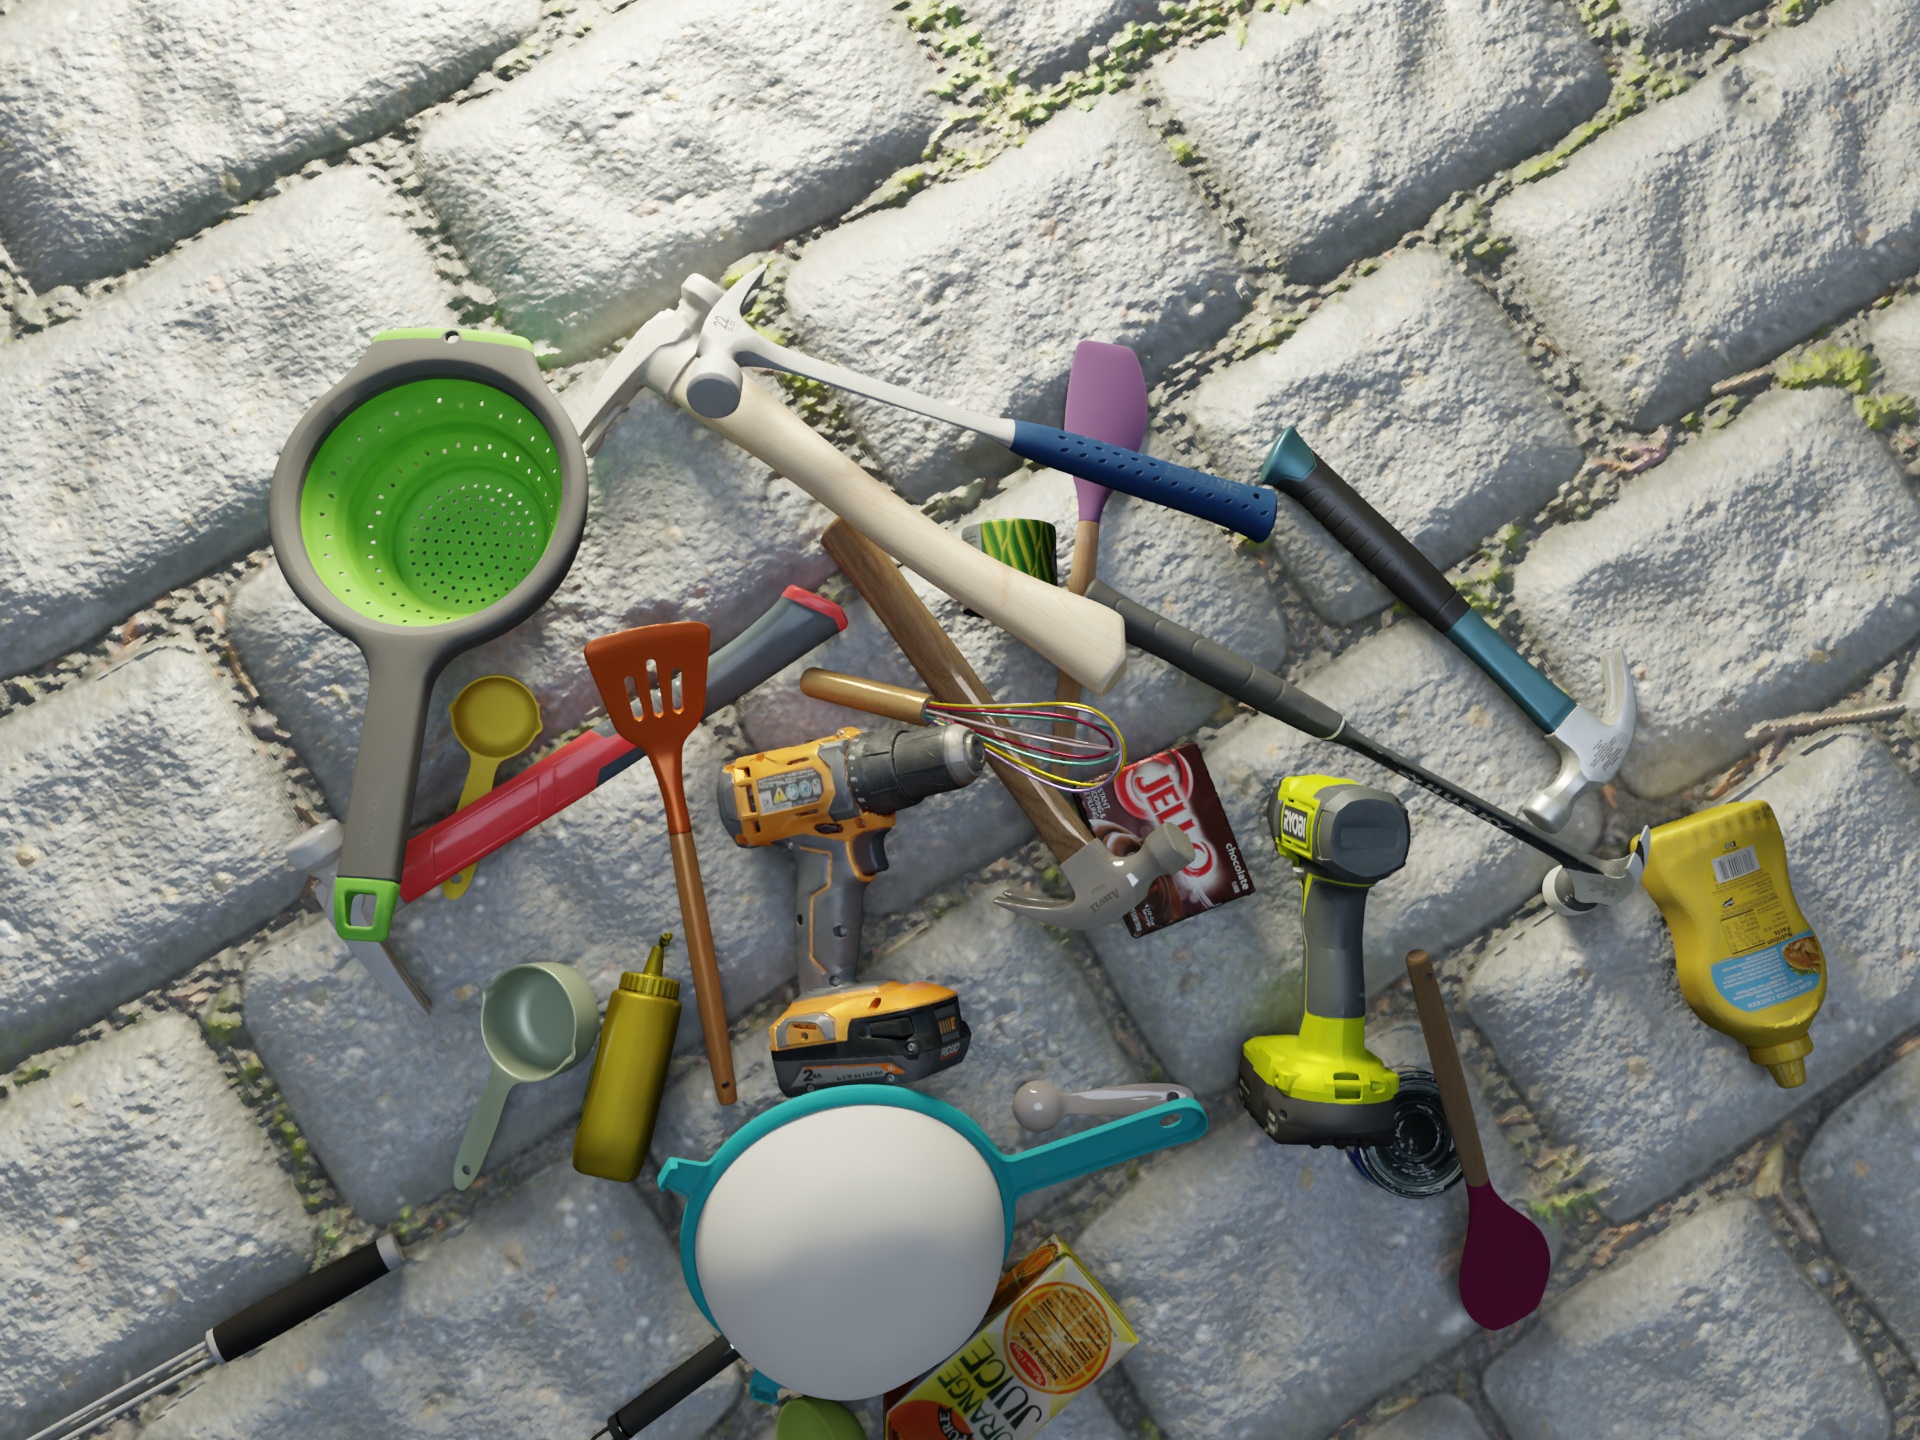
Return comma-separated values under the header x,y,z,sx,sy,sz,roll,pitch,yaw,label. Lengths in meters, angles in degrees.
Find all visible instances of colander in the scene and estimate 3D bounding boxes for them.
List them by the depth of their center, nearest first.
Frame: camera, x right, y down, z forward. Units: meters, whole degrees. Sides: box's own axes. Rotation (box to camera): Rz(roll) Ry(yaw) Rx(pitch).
x,y,z,sx,sy,sz,roll,pitch,yaw,label
-0.342,-0.053,1.028,0.204,0.094,0.397,4,76,3,colander

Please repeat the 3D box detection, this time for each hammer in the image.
x,y,z,sx,sy,sz,roll,pitch,yaw,label
-0.068,-0.136,1.053,0.411,0.038,0.146,36,85,15,hammer
0.262,0.013,1.058,0.409,0.149,0.036,29,77,5,hammer
-0.236,0.038,1.062,0.386,0.038,0.143,-32,107,-10,hammer
0.024,-0.199,1.064,0.405,0.035,0.144,15,44,-14,hammer
0.010,-0.003,1.072,0.130,0.031,0.331,-41,79,24,hammer
0.337,-0.079,1.115,0.331,0.033,0.128,44,84,2,hammer

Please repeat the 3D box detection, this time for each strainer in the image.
x,y,z,sx,sy,sz,roll,pitch,yaw,label
-0.001,0.314,0.963,0.340,0.095,0.210,-18,112,-3,strainer
-0.137,0.395,1.036,0.258,0.050,0.086,-36,127,-1,strainer

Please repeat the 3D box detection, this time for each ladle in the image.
x,y,z,sx,sy,sz,roll,pitch,yaw,label
-0.181,0.557,1.010,0.320,0.062,0.078,-43,50,-3,ladle

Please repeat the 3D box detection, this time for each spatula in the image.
x,y,z,sx,sy,sz,roll,pitch,yaw,label
-0.179,0.098,1.039,0.081,0.041,0.322,-11,96,-15,spatula
0.089,-0.113,1.113,0.059,0.018,0.316,9,83,-9,spatula

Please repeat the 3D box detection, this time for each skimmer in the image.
x,y,z,sx,sy,sz,roll,pitch,yaw,label
-0.529,0.429,1.018,0.363,0.090,0.127,-27,83,-16,skimmer

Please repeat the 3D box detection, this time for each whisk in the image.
x,y,z,sx,sy,sz,roll,pitch,yaw,label
-0.001,-0.005,1.037,0.245,0.047,0.051,14,50,28,whisk

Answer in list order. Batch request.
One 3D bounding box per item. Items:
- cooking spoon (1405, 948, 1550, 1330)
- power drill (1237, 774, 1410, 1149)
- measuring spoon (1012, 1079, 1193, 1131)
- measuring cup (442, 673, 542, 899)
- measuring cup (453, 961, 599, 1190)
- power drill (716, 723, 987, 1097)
x,y,z,sx,sy,sz,roll,pitch,yaw,label
0.325,0.274,1.016,0.069,0.017,0.318,-25,115,-7,cooking spoon
0.232,0.148,1.027,0.080,0.171,0.223,3,92,-4,power drill
0.098,0.258,1.074,0.124,0.018,0.034,-3,84,-4,measuring spoon
-0.325,0.044,1.074,0.062,0.029,0.156,14,96,-16,measuring cup
-0.291,0.235,1.050,0.083,0.038,0.167,29,102,20,measuring cup
-0.054,0.116,1.022,0.185,0.084,0.226,-14,83,25,power drill
